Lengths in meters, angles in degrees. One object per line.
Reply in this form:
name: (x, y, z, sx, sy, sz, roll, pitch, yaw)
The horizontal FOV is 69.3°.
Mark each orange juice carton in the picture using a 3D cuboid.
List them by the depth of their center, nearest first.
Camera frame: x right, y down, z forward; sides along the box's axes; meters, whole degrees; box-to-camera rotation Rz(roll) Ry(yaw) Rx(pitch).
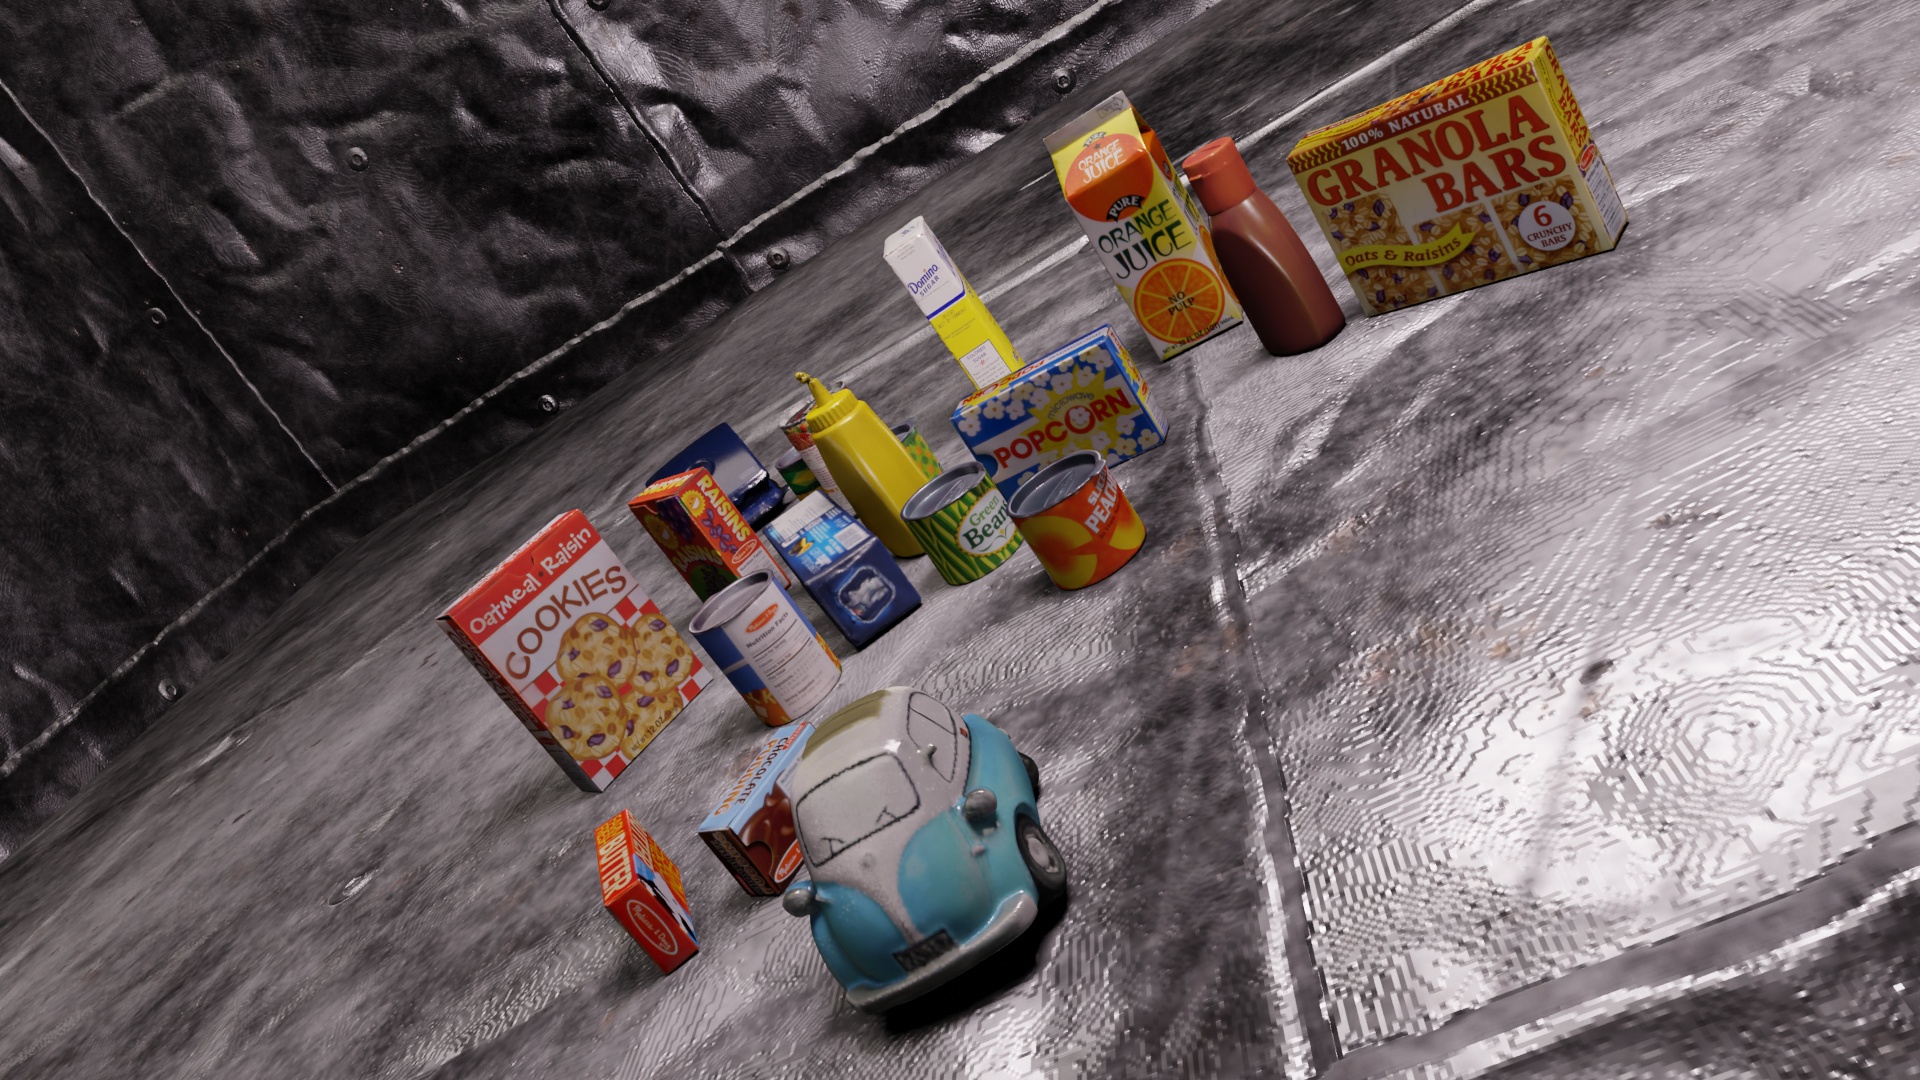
orange juice carton: (0.141, -0.243, 1.066, 0.071, 0.192, 0.073, -26, 21, 23)

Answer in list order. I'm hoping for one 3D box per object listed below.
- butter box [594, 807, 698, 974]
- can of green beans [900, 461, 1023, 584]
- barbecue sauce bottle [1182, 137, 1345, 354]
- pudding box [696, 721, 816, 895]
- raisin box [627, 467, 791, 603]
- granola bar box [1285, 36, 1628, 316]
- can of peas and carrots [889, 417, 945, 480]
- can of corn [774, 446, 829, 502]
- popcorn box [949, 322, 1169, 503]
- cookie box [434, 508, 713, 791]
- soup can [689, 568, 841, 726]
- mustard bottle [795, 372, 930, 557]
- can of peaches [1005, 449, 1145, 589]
butter box: (-0.172, 0.189, 0.756, 0.024, 0.053, 0.103, -37, 19, -8)
can of green beans: (0.002, -0.012, 0.945, 0.071, 0.057, 0.071, -30, 20, 12)
barbecue sauce bottle: (0.199, -0.196, 0.930, 0.044, 0.148, 0.065, -42, 20, -22)
pudding box: (-0.097, 0.143, 0.748, 0.030, 0.049, 0.084, -17, 26, 41)
raisin box: (-0.208, 0.004, 1.145, 0.086, 0.123, 0.040, -9, 31, 51)
granola bar box: (0.301, -0.217, 0.852, 0.165, 0.124, 0.039, -11, 30, 49)
can of peas and carrots: (-0.049, -0.056, 1.129, 0.071, 0.058, 0.071, -30, 20, 12)
can of corn: (-0.124, -0.063, 1.268, 0.071, 0.058, 0.071, -30, 20, 12)
popcorn box: (0.069, -0.084, 0.968, 0.126, 0.085, 0.038, -25, 21, 24)
cookie box: (-0.276, 0.079, 1.008, 0.040, 0.167, 0.123, -11, 30, 50)
soup can: (-0.129, 0.071, 0.920, 0.071, 0.083, 0.071, -30, 19, 12)
mustard bottle: (-0.070, -0.061, 1.022, 0.049, 0.160, 0.065, -45, 22, -28)
can of peaches: (0.072, -0.013, 0.836, 0.071, 0.058, 0.071, -30, 20, 12)
